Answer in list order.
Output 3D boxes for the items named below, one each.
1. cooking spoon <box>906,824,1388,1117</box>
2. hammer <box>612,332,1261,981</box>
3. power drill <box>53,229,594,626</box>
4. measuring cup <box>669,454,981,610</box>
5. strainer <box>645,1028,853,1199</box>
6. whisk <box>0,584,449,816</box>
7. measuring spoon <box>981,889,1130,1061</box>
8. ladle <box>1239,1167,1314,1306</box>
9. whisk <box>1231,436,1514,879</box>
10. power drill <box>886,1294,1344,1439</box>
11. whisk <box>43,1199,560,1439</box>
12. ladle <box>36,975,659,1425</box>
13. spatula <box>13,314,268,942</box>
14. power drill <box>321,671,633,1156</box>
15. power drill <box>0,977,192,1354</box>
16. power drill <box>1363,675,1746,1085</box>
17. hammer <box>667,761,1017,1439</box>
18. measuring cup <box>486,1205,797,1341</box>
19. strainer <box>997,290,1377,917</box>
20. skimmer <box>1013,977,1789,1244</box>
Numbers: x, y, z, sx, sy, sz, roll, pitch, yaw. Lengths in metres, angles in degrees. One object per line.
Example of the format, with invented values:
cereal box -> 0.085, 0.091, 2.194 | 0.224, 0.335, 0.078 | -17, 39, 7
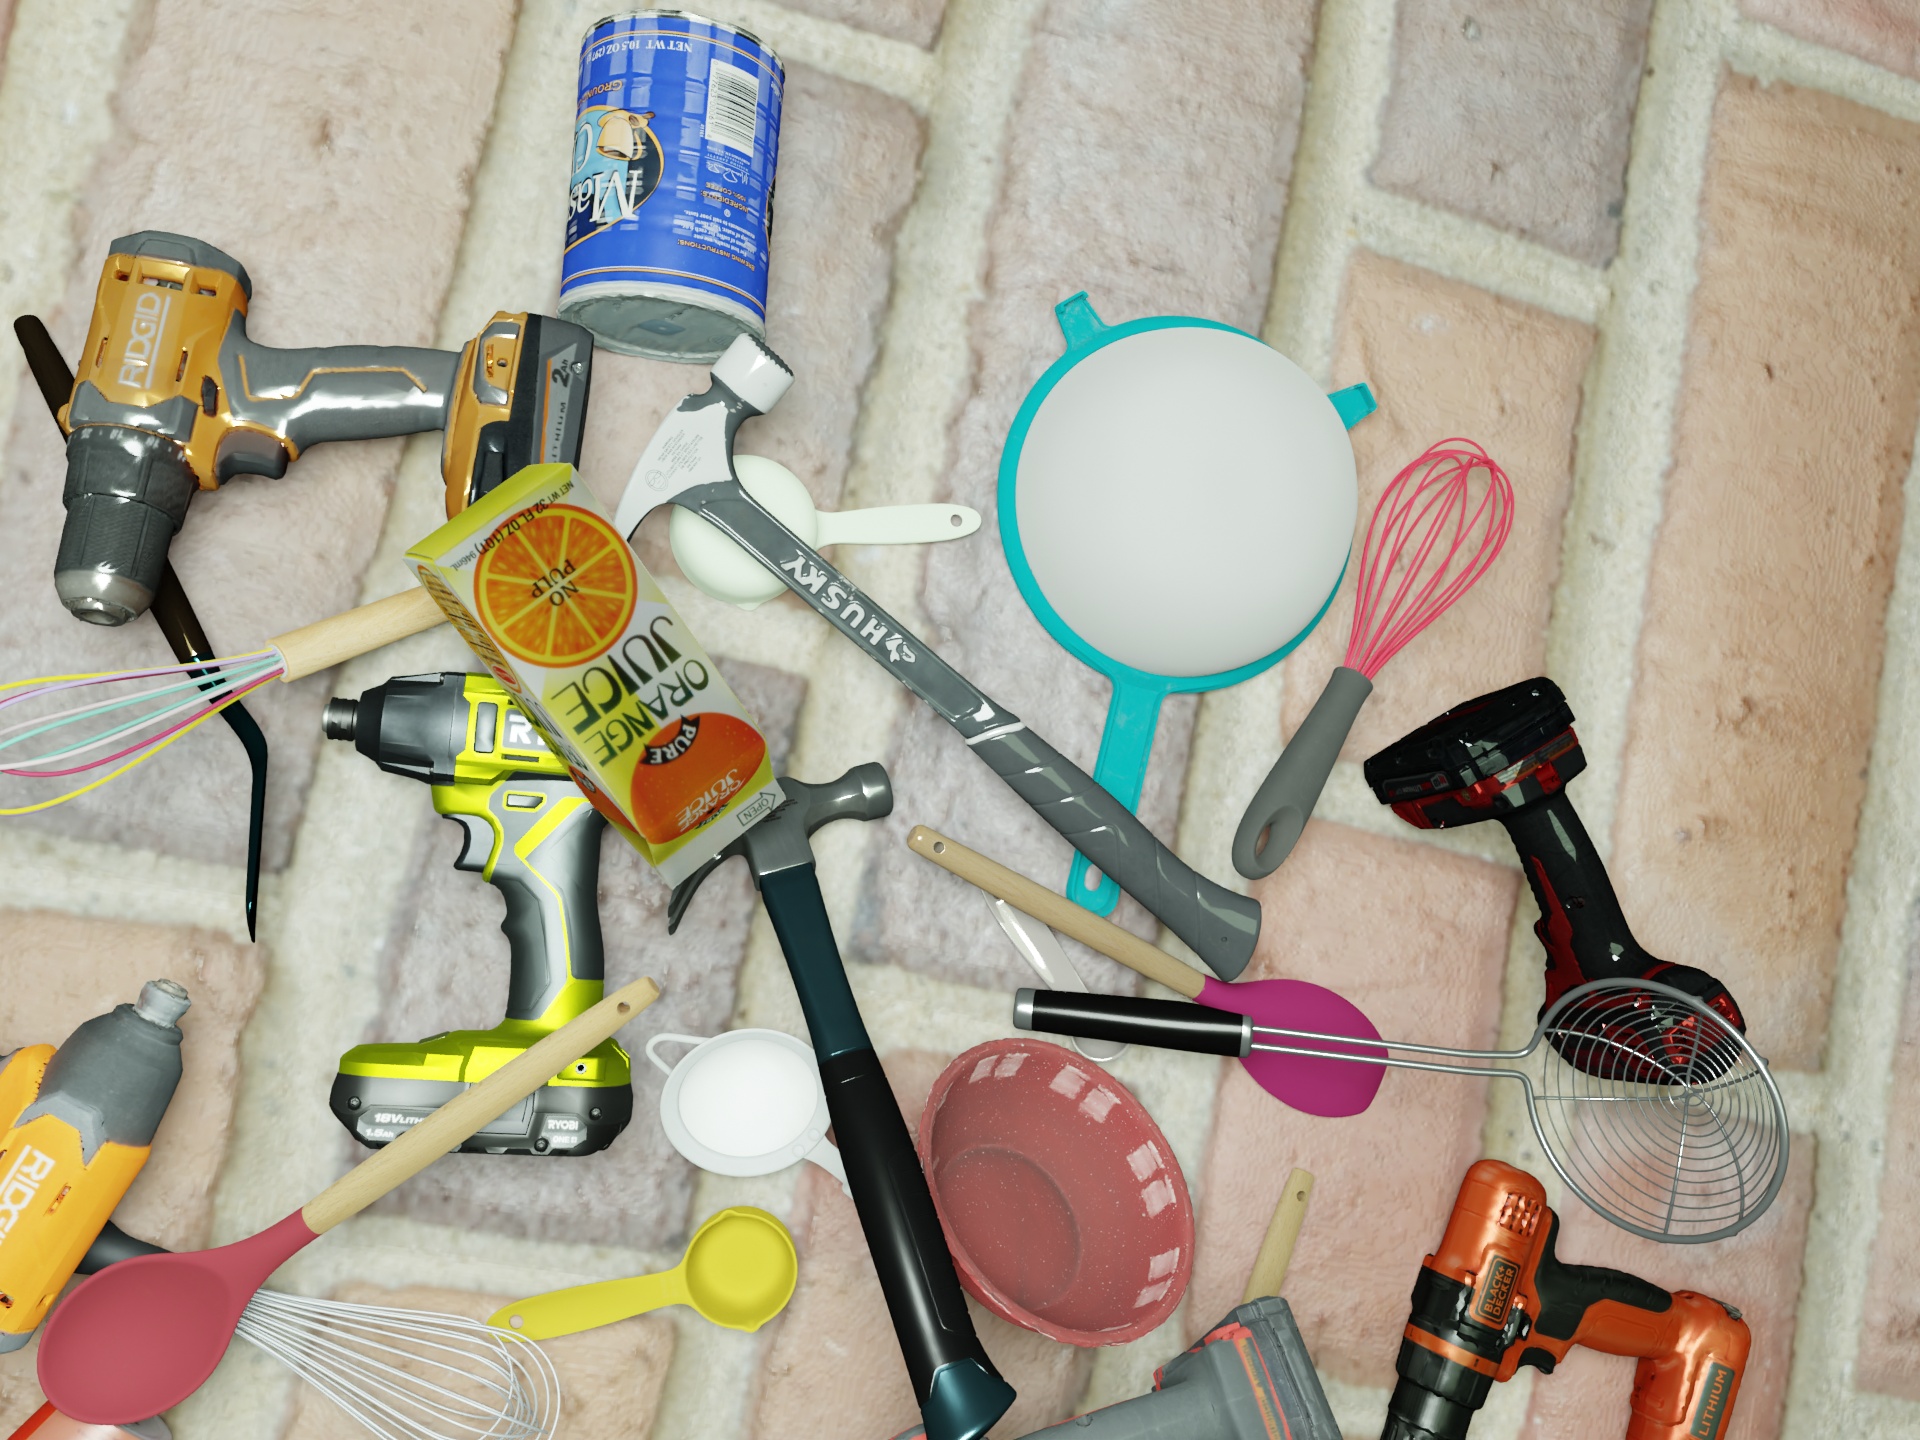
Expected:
cooking spoon -> 0.107, 0.133, 0.858 | 0.318, 0.017, 0.069 | 29, 79, -17
hammer -> -0.001, -0.003, 0.806 | 0.408, 0.036, 0.149 | 41, 100, -11
power drill -> -0.297, -0.122, 0.743 | 0.226, 0.084, 0.185 | 8, 70, -13
measuring cup -> -0.067, -0.104, 0.834 | 0.167, 0.038, 0.083 | -5, 87, -12
strainer -> -0.058, 0.232, 0.815 | 0.258, 0.050, 0.087 | 42, 100, -14
whisk -> -0.329, -0.023, 0.715 | 0.245, 0.051, 0.047 | -30, 79, -43
measuring spoon -> 0.050, 0.130, 0.862 | 0.034, 0.018, 0.124 | -36, 89, 7
ladle -> 0.125, 0.394, 0.853 | 0.078, 0.062, 0.320 | 27, 74, -9
whisk -> 0.226, -0.038, 0.875 | 0.073, 0.073, 0.296 | 36, 73, -9
power drill -> 0.051, 0.364, 0.770 | 0.226, 0.187, 0.080 | -9, 58, -19
whisk -> -0.322, 0.281, 0.741 | 0.284, 0.070, 0.070 | 25, 81, -6
ladle -> -0.264, 0.204, 0.697 | 0.315, 0.031, 0.069 | -34, 100, 2
spatula -> -0.383, -0.048, 0.750 | 0.044, 0.082, 0.317 | -26, 87, -25
power drill -> -0.227, 0.089, 0.767 | 0.171, 0.080, 0.223 | 6, 81, -13
power drill -> -0.460, 0.146, 0.690 | 0.226, 0.084, 0.164 | 31, 79, -2
power drill -> 0.320, 0.095, 0.869 | 0.078, 0.143, 0.220 | -29, 87, -13
hammer -> -0.048, 0.171, 0.745 | 0.128, 0.033, 0.331 | -13, 60, -16
measuring cup -> -0.158, 0.284, 0.799 | 0.156, 0.029, 0.062 | -12, 89, -2
strainer -> 0.117, -0.059, 0.845 | 0.211, 0.095, 0.340 | 15, 85, -12
skimmer -> 0.202, 0.174, 0.785 | 0.363, 0.090, 0.127 | 5, 103, 10
